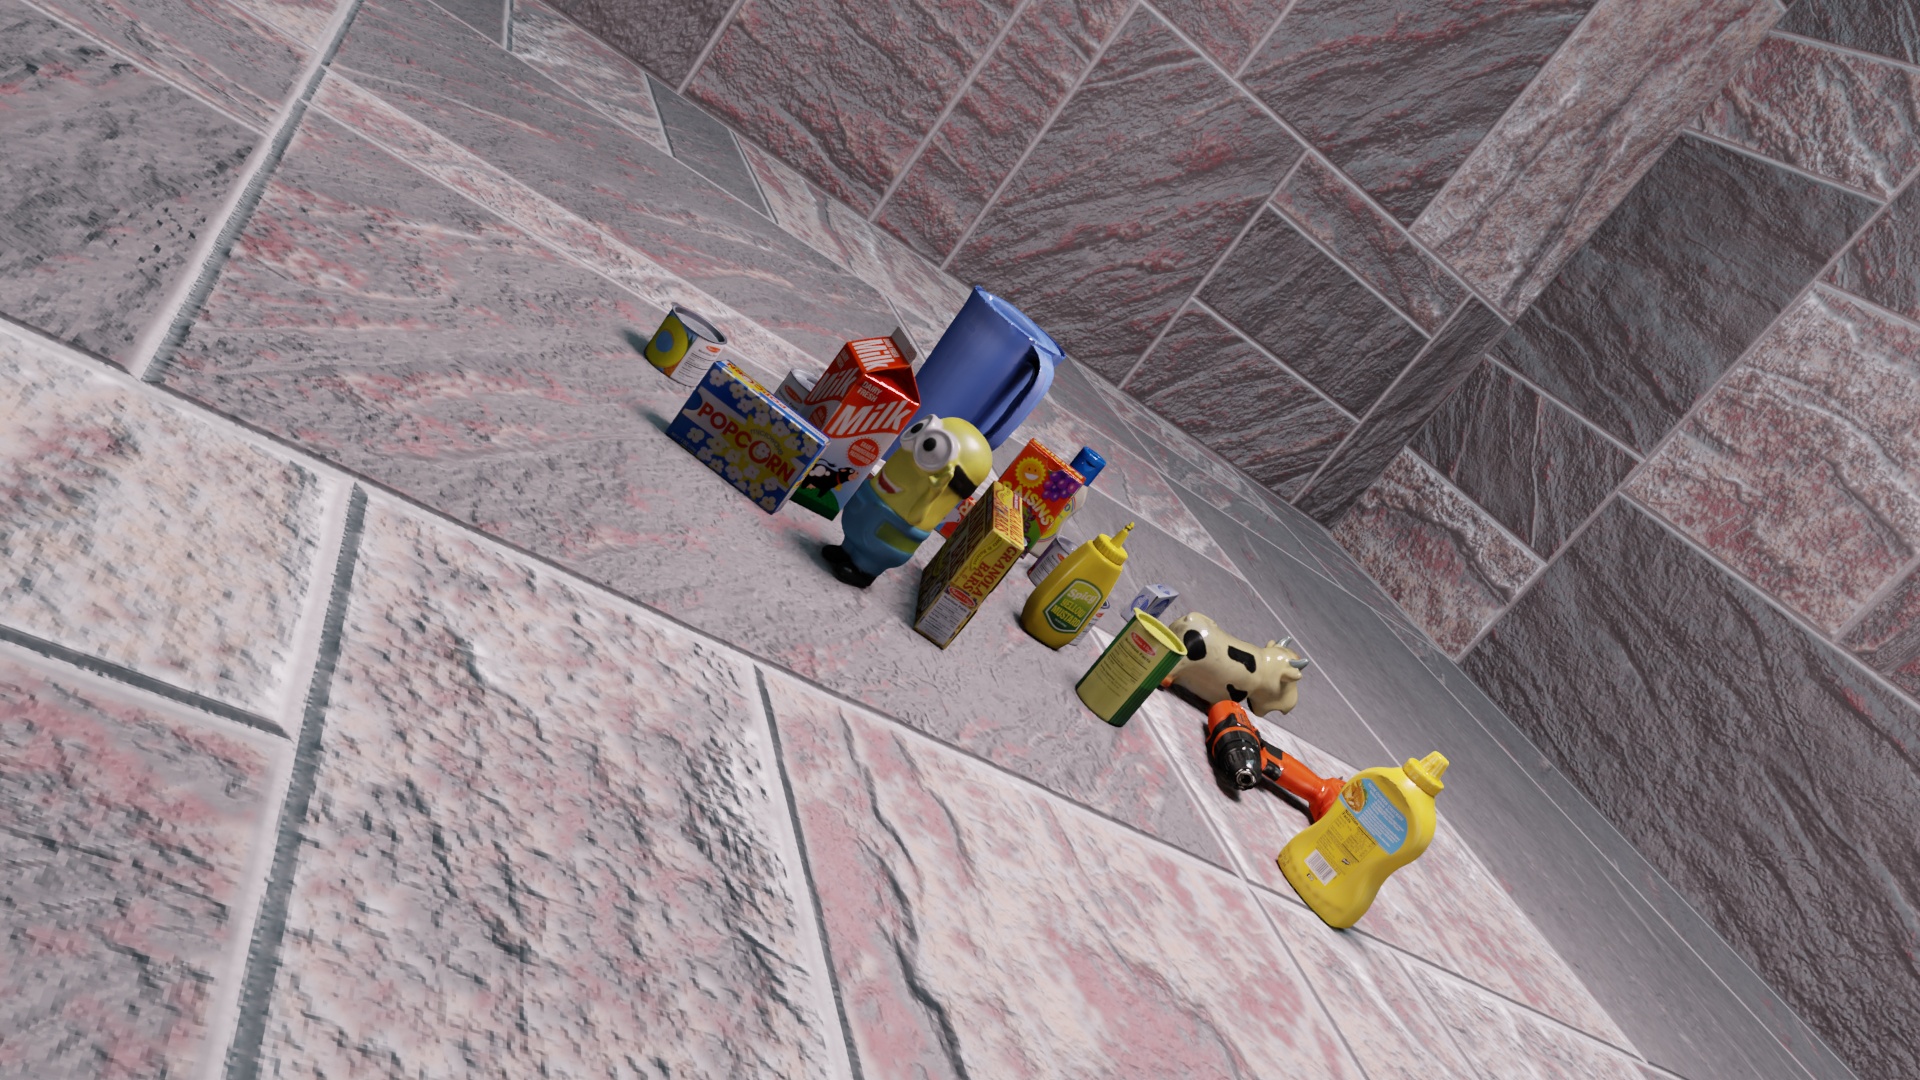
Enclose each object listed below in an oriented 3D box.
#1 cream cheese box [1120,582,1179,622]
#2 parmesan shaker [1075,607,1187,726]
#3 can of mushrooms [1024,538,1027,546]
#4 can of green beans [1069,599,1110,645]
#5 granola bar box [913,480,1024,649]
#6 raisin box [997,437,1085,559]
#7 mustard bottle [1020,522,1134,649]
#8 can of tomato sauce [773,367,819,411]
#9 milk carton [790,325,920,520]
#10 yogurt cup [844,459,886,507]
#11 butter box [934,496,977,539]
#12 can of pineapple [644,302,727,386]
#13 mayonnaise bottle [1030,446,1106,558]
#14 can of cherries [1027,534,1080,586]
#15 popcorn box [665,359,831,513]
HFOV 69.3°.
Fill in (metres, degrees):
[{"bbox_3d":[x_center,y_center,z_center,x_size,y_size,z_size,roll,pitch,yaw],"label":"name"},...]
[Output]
[{"bbox_3d":[0.249,0.084,1.819,0.024,0.053,0.104,43,16,18],"label":"cream cheese box"},{"bbox_3d":[0.172,0.130,1.426,0.071,0.103,0.071,35,16,-11],"label":"parmesan shaker"},{"bbox_3d":[0.042,-0.003,1.644,0.071,0.033,0.071,35,16,-11],"label":"can of mushrooms"},{"bbox_3d":[0.124,0.075,1.559,0.071,0.057,0.071,35,16,-11],"label":"can of green beans"},{"bbox_3d":[0.010,0.020,1.340,0.039,0.124,0.166,36,16,-9],"label":"granola bar box"},{"bbox_3d":[0.083,-0.052,1.706,0.086,0.123,0.040,39,15,2],"label":"raisin box"},{"bbox_3d":[0.132,0.041,1.480,0.065,0.160,0.049,32,16,-21],"label":"mustard bottle"},{"bbox_3d":[-0.169,-0.125,1.430,0.071,0.083,0.071,35,16,-11],"label":"can of tomato sauce"},{"bbox_3d":[-0.106,-0.121,1.358,0.073,0.190,0.072,28,18,-33],"label":"milk carton"},{"bbox_3d":[-0.087,-0.048,1.445,0.072,0.053,0.072,35,16,-11],"label":"yogurt cup"},{"bbox_3d":[0.006,-0.020,1.574,0.103,0.053,0.024,39,15,4],"label":"butter box"},{"bbox_3d":[-0.285,-0.202,1.437,0.071,0.057,0.071,35,16,-11],"label":"can of pineapple"},{"bbox_3d":[0.124,-0.051,1.746,0.065,0.147,0.041,37,15,-5],"label":"mayonnaise bottle"},{"bbox_3d":[0.124,0.036,1.667,0.071,0.058,0.072,35,16,-11],"label":"can of cherries"},{"bbox_3d":[-0.195,-0.097,1.287,0.127,0.085,0.038,38,15,-2],"label":"popcorn box"}]
